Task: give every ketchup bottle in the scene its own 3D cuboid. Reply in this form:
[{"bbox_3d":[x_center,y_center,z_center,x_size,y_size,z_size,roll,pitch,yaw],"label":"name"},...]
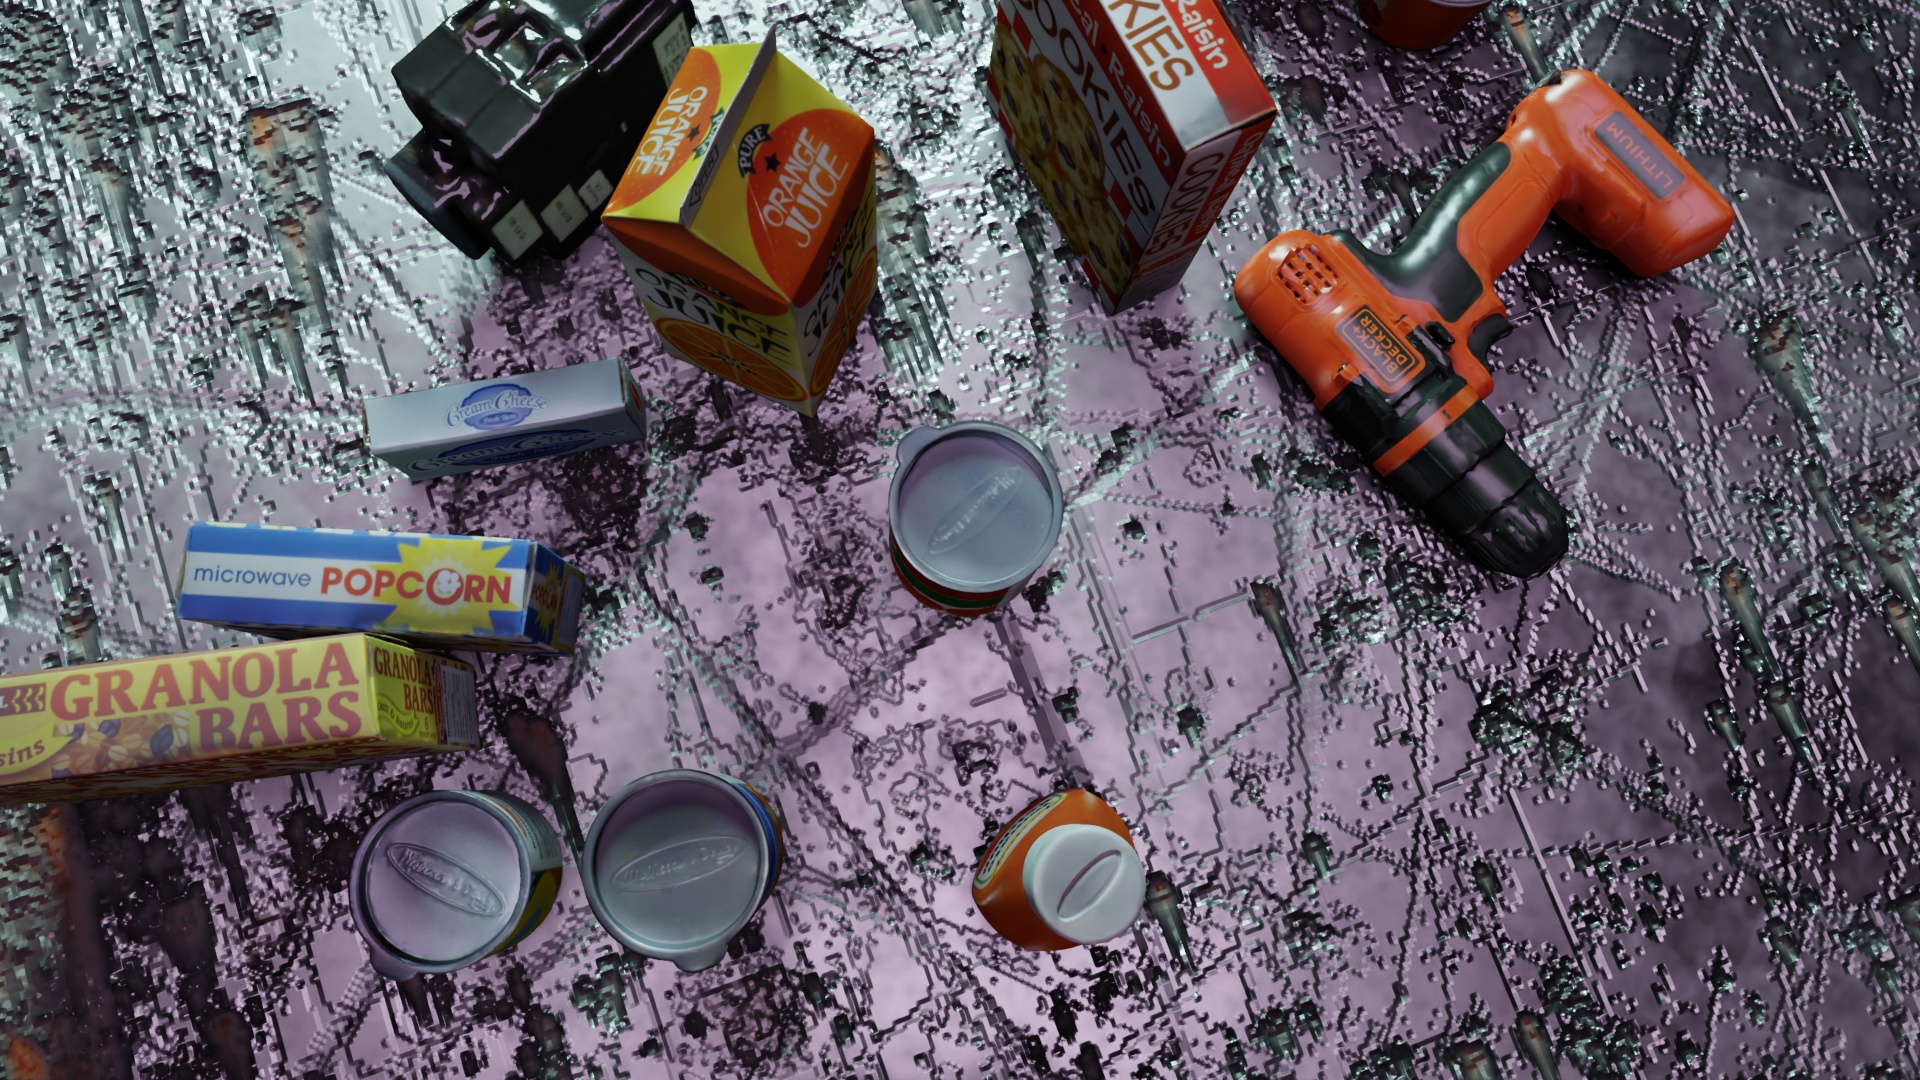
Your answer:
[{"bbox_3d":[0.037,0.121,0.506,0.043,0.148,0.065,43,80,5],"label":"ketchup bottle"}]

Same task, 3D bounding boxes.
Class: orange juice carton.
[{"bbox_3d":[-0.077,-0.115,0.522,0.073,0.192,0.072,24,79,1],"label":"orange juice carton"}]

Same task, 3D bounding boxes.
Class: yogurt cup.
[{"bbox_3d":[0.217,-0.264,0.638,0.072,0.054,0.072,1,79,-3],"label":"yogurt cup"}]

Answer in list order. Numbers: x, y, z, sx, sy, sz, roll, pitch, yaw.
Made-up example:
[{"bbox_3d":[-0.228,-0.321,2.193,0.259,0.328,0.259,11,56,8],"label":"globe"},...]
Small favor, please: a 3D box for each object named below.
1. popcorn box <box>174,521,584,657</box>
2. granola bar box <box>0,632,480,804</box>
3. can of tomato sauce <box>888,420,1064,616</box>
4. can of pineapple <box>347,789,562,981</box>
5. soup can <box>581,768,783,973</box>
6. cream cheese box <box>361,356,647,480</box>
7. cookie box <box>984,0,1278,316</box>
[{"bbox_3d":[-0.221,0.021,0.542,0.127,0.085,0.038,3,80,-3],"label":"popcorn box"},{"bbox_3d":[-0.278,0.067,0.510,0.166,0.124,0.039,-7,80,-5],"label":"granola bar box"},{"bbox_3d":[0.002,-0.007,0.562,0.071,0.083,0.071,1,79,-3],"label":"can of tomato sauce"},{"bbox_3d":[-0.194,0.131,0.536,0.071,0.057,0.071,1,79,-3],"label":"can of pineapple"},{"bbox_3d":[-0.102,0.124,0.530,0.071,0.083,0.071,1,79,-3],"label":"soup can"},{"bbox_3d":[-0.185,-0.049,0.574,0.104,0.053,0.024,-11,80,-5],"label":"cream cheese box"},{"bbox_3d":[0.061,-0.176,0.555,0.040,0.167,0.123,-27,82,-7],"label":"cookie box"}]
